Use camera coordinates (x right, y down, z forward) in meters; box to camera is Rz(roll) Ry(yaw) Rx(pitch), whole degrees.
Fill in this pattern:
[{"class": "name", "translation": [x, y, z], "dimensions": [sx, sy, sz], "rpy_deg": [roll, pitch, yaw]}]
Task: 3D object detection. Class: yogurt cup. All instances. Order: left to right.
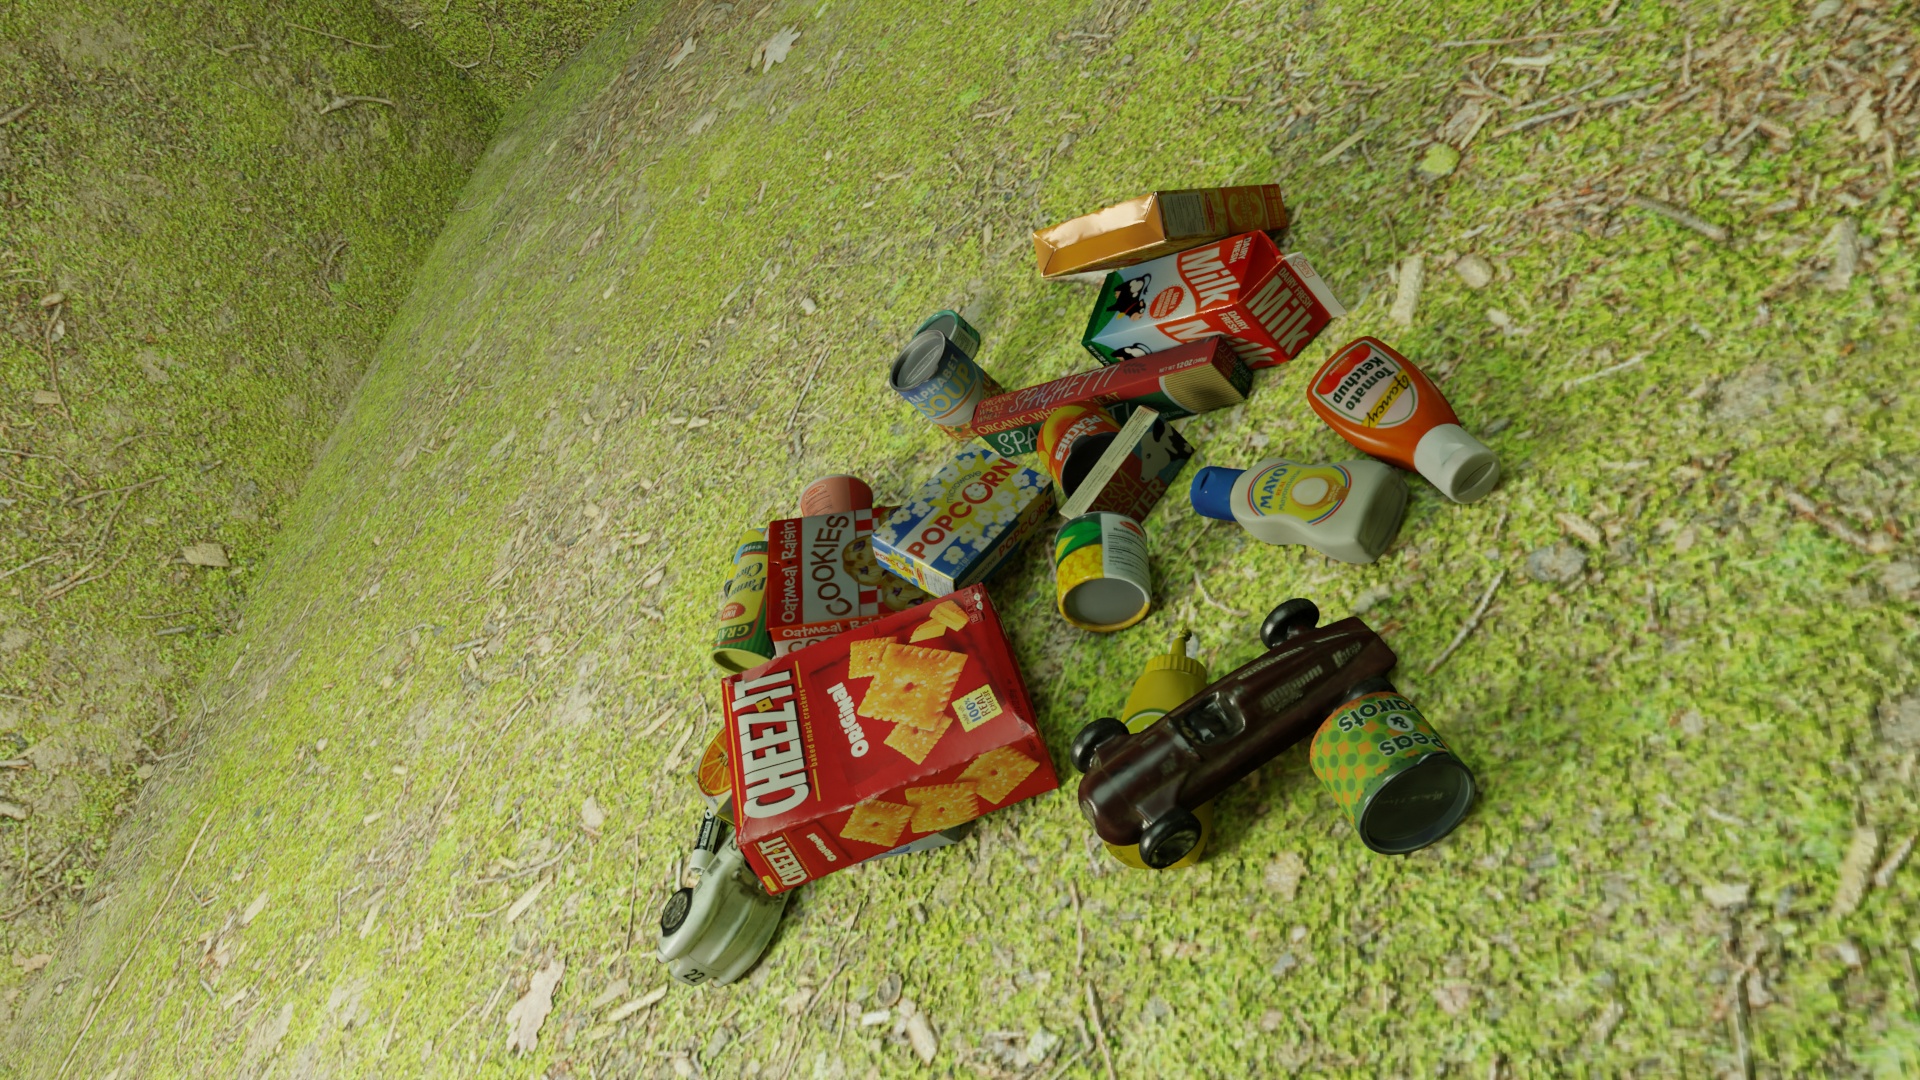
[{"class": "yogurt cup", "translation": [-0.110, -0.019, 1.258], "dimensions": [0.072, 0.072, 0.054], "rpy_deg": [-33, 46, 25]}]

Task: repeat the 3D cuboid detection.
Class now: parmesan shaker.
[{"class": "parmesan shaker", "translation": [-0.168, 0.060, 1.180], "dimensions": [0.071, 0.071, 0.103], "rpy_deg": [-14, 54, 42]}]

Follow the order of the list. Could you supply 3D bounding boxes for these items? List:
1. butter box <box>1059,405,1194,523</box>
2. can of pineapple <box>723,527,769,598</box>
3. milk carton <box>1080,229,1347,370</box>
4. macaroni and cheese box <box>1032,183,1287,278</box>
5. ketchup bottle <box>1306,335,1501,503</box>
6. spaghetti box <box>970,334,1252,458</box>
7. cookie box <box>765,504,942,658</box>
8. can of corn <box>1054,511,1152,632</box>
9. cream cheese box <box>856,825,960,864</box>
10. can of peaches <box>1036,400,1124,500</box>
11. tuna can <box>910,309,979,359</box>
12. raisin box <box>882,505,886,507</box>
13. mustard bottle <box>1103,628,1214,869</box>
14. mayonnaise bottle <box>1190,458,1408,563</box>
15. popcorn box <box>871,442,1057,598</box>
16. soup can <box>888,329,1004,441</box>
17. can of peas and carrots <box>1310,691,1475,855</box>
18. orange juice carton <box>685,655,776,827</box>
[{"class": "butter box", "translation": [0.123, -0.043, 1.023], "dimensions": [0.103, 0.053, 0.024], "rpy_deg": [-53, 37, -2]}, {"class": "can of pineapple", "translation": [-0.181, 0.030, 1.291], "dimensions": [0.071, 0.071, 0.058], "rpy_deg": [-18, 46, 39]}, {"class": "milk carton", "translation": [0.192, -0.174, 1.047], "dimensions": [0.190, 0.072, 0.074], "rpy_deg": [-6, 54, 46]}, {"class": "macaroni and cheese box", "translation": [0.157, -0.242, 1.086], "dimensions": [0.123, 0.167, 0.040], "rpy_deg": [-7, 97, 46]}, {"class": "ketchup bottle", "translation": [0.282, -0.074, 0.879], "dimensions": [0.064, 0.043, 0.149], "rpy_deg": [-44, 35, 10]}, {"class": "spaghetti box", "translation": [0.112, -0.110, 1.100], "dimensions": [0.249, 0.050, 0.029], "rpy_deg": [-11, 50, 44]}, {"class": "cookie box", "translation": [-0.069, 0.027, 1.110], "dimensions": [0.167, 0.040, 0.123], "rpy_deg": [-7, 44, 0]}, {"class": "can of corn", "translation": [0.099, 0.024, 0.978], "dimensions": [0.071, 0.071, 0.058], "rpy_deg": [-29, 41, 29]}, {"class": "cream cheese box", "translation": [-0.043, 0.200, 1.013], "dimensions": [0.103, 0.024, 0.053], "rpy_deg": [-21, 45, 37]}, {"class": "can of peaches", "translation": [0.097, -0.067, 1.059], "dimensions": [0.071, 0.071, 0.058], "rpy_deg": [-44, 34, 10]}, {"class": "tuna can", "translation": [-0.018, -0.187, 1.334], "dimensions": [0.071, 0.032, 0.071], "rpy_deg": [-29, 40, 28]}, {"class": "raisin box", "translation": [-0.099, 0.038, 1.213], "dimensions": [0.123, 0.040, 0.086], "rpy_deg": [-33, 39, 25]}, {"class": "mustard bottle", "translation": [0.128, 0.123, 0.867], "dimensions": [0.065, 0.048, 0.161], "rpy_deg": [-13, 50, 34]}, {"class": "mayonnaise bottle", "translation": [0.216, -0.025, 0.910], "dimensions": [0.148, 0.041, 0.065], "rpy_deg": [12, 69, 52]}, {"class": "popcorn box", "translation": [0.004, -0.014, 1.083], "dimensions": [0.085, 0.038, 0.127], "rpy_deg": [26, 56, 31]}, {"class": "soup can", "translation": [-0.011, -0.135, 1.232], "dimensions": [0.071, 0.083, 0.072], "rpy_deg": [-30, 40, 29]}, {"class": "can of peas and carrots", "translation": [0.228, 0.121, 0.737], "dimensions": [0.071, 0.071, 0.059], "rpy_deg": [-43, 35, 12]}, {"class": "orange juice carton", "translation": [-0.127, 0.142, 1.118], "dimensions": [0.193, 0.073, 0.072], "rpy_deg": [-54, 34, -5]}]
